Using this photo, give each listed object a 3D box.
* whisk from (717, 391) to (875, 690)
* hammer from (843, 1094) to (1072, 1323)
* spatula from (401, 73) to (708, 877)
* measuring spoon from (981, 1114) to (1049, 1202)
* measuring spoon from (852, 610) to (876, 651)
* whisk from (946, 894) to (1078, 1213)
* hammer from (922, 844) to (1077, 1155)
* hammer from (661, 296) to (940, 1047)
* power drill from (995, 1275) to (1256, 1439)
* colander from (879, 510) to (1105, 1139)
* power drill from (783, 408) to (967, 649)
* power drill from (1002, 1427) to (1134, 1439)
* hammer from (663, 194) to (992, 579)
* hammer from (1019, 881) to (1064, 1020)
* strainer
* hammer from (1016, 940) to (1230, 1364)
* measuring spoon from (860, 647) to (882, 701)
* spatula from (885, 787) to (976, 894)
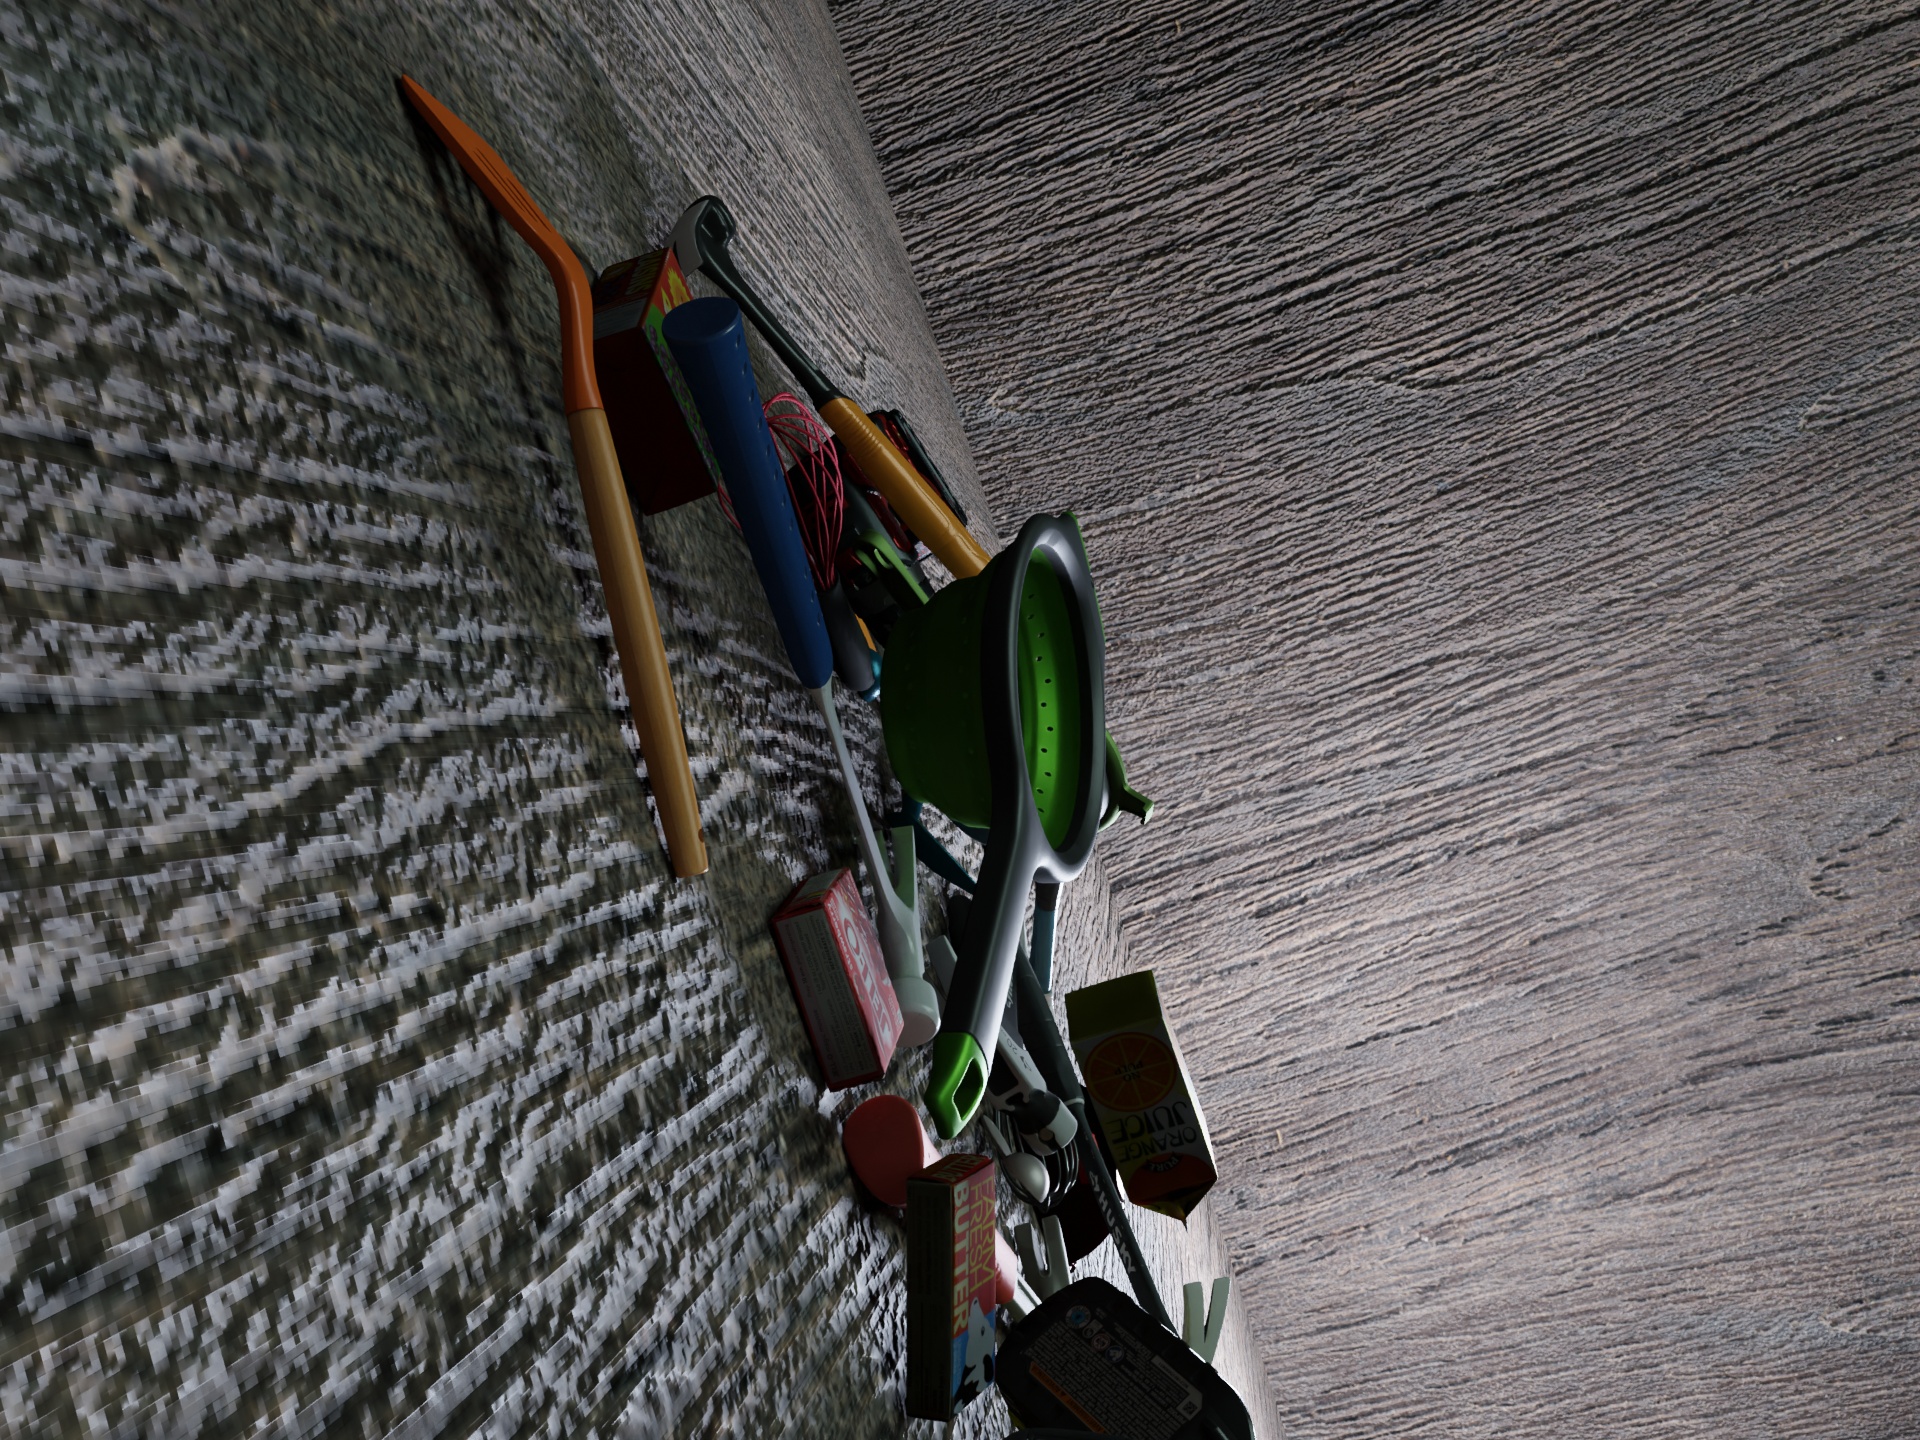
[{"bbox_3d":[-0.089,-0.095,0.962,0.295,0.073,0.073,73,3,-61],"label":"whisk"},{"bbox_3d":[0.013,0.283,0.864,0.358,0.036,0.149,64,10,-49],"label":"hammer"},{"bbox_3d":[-0.150,-0.094,0.625,0.081,0.041,0.322,2,74,-82],"label":"spatula"},{"bbox_3d":[0.033,0.268,1.000,0.034,0.018,0.124,48,-5,-11],"label":"measuring spoon"},{"bbox_3d":[-0.068,-0.046,1.179,0.021,0.011,0.117,-57,125,-81],"label":"measuring spoon"},{"bbox_3d":[0.029,0.224,1.104,0.055,0.055,0.239,61,9,-57],"label":"whisk"},{"bbox_3d":[0.023,0.148,1.093,0.146,0.035,0.335,53,13,-15],"label":"hammer"},{"bbox_3d":[-0.070,-0.019,0.790,0.144,0.035,0.405,-100,177,-51],"label":"hammer"},{"bbox_3d":[0.106,0.406,0.814,0.171,0.080,0.223,26,-37,48],"label":"power drill"},{"bbox_3d":[-0.002,0.043,0.834,0.397,0.094,0.204,-73,153,-47],"label":"colander"},{"bbox_3d":[-0.048,-0.123,1.137,0.187,0.080,0.227,57,14,-16],"label":"power drill"},{"bbox_3d":[0.061,0.425,0.663,0.164,0.084,0.226,-67,146,-50],"label":"power drill"},{"bbox_3d":[-0.064,-0.179,1.008,0.336,0.034,0.127,47,21,-26],"label":"hammer"},{"bbox_3d":[0.070,0.133,1.260,0.128,0.033,0.330,-100,-170,-49],"label":"hammer"},{"bbox_3d":[-0.002,-0.003,1.010,0.256,0.151,0.069,53,53,-20],"label":"strainer"},{"bbox_3d":[0.081,0.279,1.104,0.409,0.036,0.149,-114,-149,-46],"label":"hammer"},{"bbox_3d":[-0.075,-0.077,1.133,0.042,0.021,0.129,35,39,-78],"label":"measuring spoon"},{"bbox_3d":[-0.025,0.041,1.141,0.082,0.044,0.318,48,13,-18],"label":"spatula"}]
